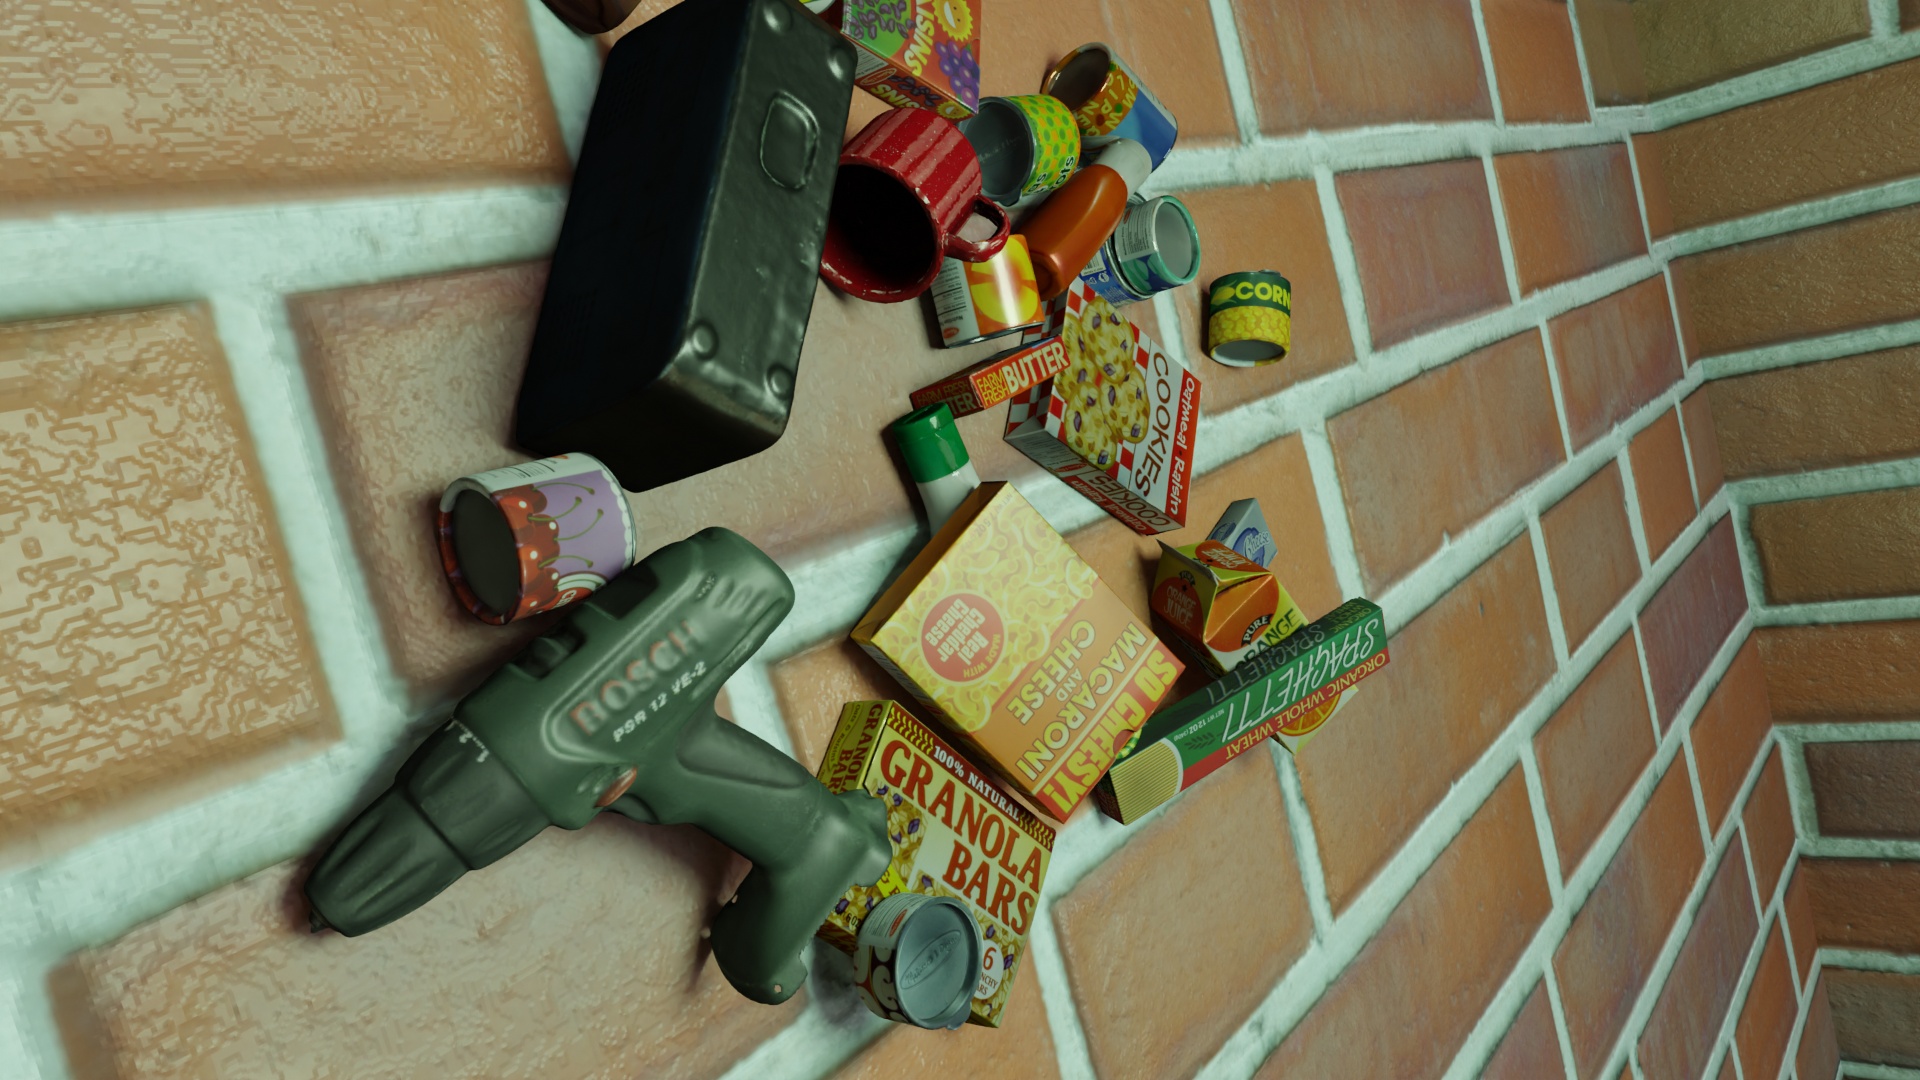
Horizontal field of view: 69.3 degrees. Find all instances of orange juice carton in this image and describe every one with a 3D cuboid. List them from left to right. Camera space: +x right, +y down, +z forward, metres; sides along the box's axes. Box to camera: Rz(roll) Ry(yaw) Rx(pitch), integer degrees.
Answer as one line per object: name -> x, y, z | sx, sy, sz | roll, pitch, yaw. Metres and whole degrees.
orange juice carton -> 0.209, 0.068, 1.029 | 0.073, 0.072, 0.192 | -45, 123, -4

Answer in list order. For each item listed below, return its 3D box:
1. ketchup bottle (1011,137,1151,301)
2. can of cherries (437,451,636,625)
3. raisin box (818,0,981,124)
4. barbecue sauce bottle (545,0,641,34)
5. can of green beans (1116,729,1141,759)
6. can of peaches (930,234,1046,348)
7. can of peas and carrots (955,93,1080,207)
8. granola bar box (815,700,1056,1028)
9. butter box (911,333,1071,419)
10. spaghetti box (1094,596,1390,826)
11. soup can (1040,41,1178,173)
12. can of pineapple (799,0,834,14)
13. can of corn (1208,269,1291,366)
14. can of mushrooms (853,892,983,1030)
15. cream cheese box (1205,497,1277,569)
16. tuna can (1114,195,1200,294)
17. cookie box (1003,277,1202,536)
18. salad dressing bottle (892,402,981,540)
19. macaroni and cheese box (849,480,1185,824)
ketchup bottle -> 0.081, -0.222, 0.947 | 0.149, 0.064, 0.043 | -51, 125, -31
can of cherries -> -0.185, 0.001, 0.609 | 0.058, 0.071, 0.071 | -20, 98, -49
raisin box -> -0.040, -0.320, 0.860 | 0.123, 0.040, 0.086 | 16, 70, -47
barbecue sauce bottle -> -0.168, -0.328, 0.711 | 0.064, 0.043, 0.149 | 46, 51, -34
can of green beans -> 0.077, 0.109, 0.898 | 0.071, 0.057, 0.071 | 11, 75, -48
can of peaches -> 0.017, -0.157, 0.873 | 0.071, 0.071, 0.058 | -21, 98, -49
can of peas and carrots -> 0.038, -0.258, 0.917 | 0.059, 0.071, 0.071 | -25, 102, -49
granola bar box -> -0.020, 0.184, 0.786 | 0.165, 0.039, 0.125 | 44, 53, -35
butter box -> 0.020, -0.102, 0.877 | 0.104, 0.053, 0.024 | -32, 105, -47
spaghetti box -> 0.201, 0.116, 0.974 | 0.251, 0.029, 0.050 | -27, 117, -20
soup can -> 0.106, -0.307, 1.008 | 0.083, 0.071, 0.071 | 32, 60, -41
can of pineapple -> -0.107, -0.320, 0.761 | 0.058, 0.071, 0.071 | -37, 111, -46
can of corn -> 0.236, -0.180, 1.128 | 0.071, 0.071, 0.058 | 19, 70, -46
can of mushrooms -> -0.021, 0.220, 0.723 | 0.071, 0.033, 0.071 | 7, 80, -47
cream cheese box -> 0.217, 0.016, 1.104 | 0.104, 0.024, 0.053 | -47, 117, -43
tuna can -> 0.144, -0.212, 1.003 | 0.071, 0.033, 0.071 | 11, 74, -47
cookie box -> 0.106, -0.093, 0.985 | 0.167, 0.040, 0.123 | 31, 61, -41
salad dressing bottle -> 0.003, -0.011, 0.846 | 0.064, 0.044, 0.147 | -38, 111, -40
macaroni and cheese box -> 0.037, 0.066, 0.815 | 0.166, 0.040, 0.124 | 45, 75, -17
